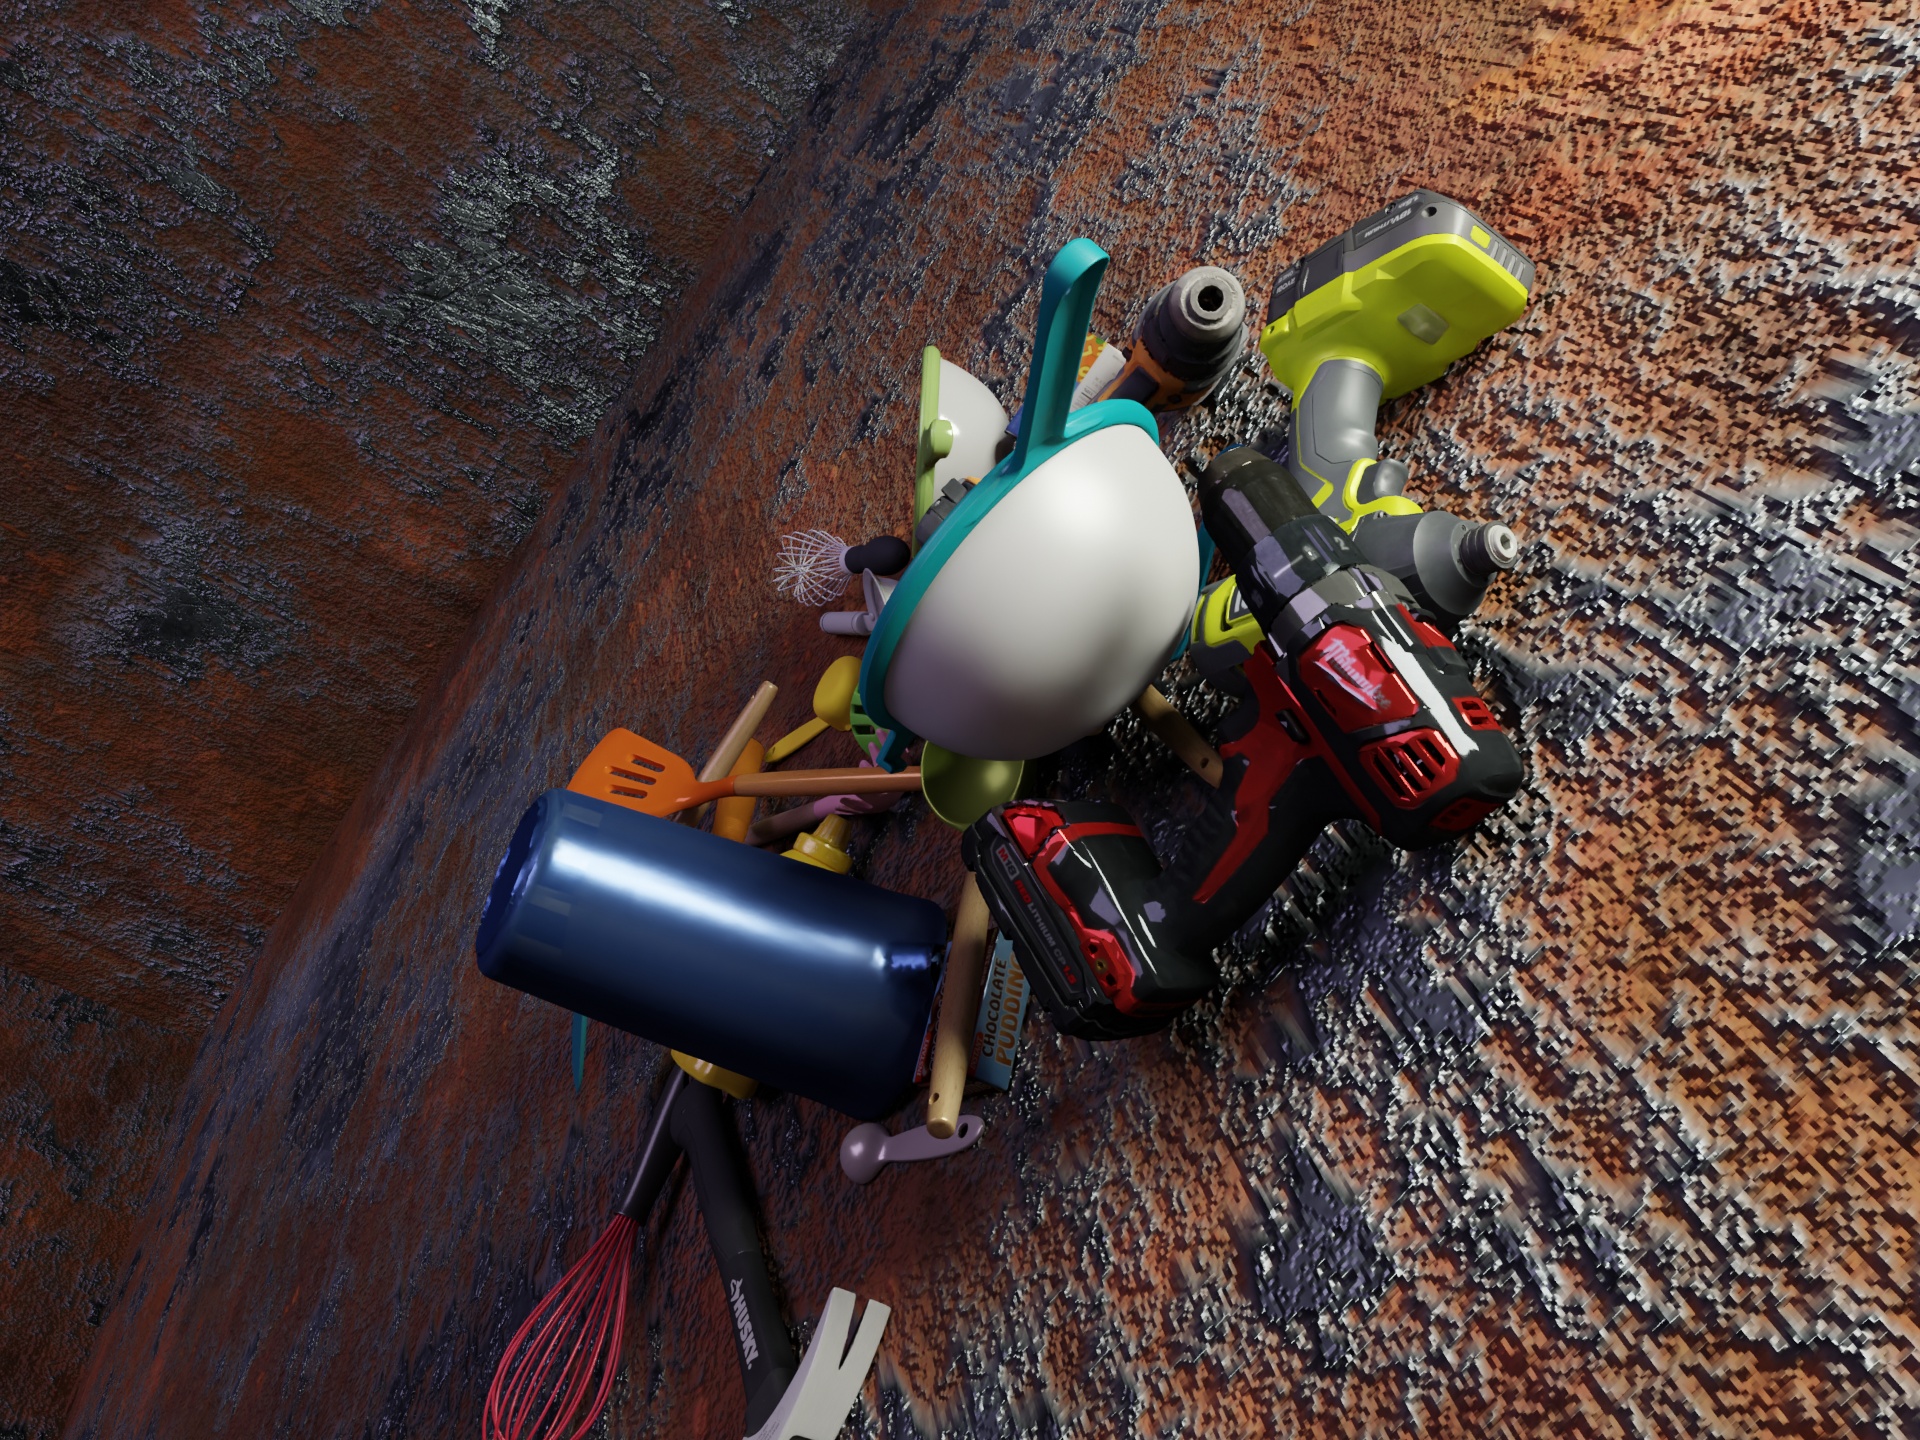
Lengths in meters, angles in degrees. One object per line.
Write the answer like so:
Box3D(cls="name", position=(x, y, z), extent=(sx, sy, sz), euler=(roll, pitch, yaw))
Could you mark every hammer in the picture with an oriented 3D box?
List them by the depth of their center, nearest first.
Box3D(cls="hammer", position=(-0.126, 0.305, 0.924), extent=(0.146, 0.035, 0.335), euler=(-57, 25, 7))
Box3D(cls="hammer", position=(-0.167, 0.083, 1.154), extent=(0.127, 0.034, 0.337), euler=(-58, 14, 18))

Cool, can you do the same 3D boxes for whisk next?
Box3D(cls="whisk", position=(-0.226, 0.345, 1.041), extent=(0.073, 0.073, 0.296), euler=(-22, 39, 53))
Box3D(cls="whisk", position=(-0.095, -0.128, 1.280), extent=(0.070, 0.070, 0.285), euler=(-63, 20, -8))

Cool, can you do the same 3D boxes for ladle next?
Box3D(cls="ladle", position=(-0.001, 0.090, 0.831), extent=(0.078, 0.062, 0.320), euler=(-37, 20, 24))
Box3D(cls="ladle", position=(0.084, -0.030, 0.911), extent=(0.069, 0.031, 0.316), euler=(-54, 27, 9))

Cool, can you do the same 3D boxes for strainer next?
Box3D(cls="strainer", position=(0.059, -0.079, 0.747), extent=(0.211, 0.095, 0.340), euler=(-40, -18, -21))
Box3D(cls="strainer", position=(0.005, -0.180, 1.071), extent=(0.256, 0.069, 0.151), euler=(-119, 32, -83))
Box3D(cls="strainer", position=(-0.071, -0.077, 1.232), extent=(0.050, 0.087, 0.258), euler=(-20, 10, -18))

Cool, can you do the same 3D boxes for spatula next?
Box3D(cls="spatula", position=(-0.135, 0.037, 1.064), extent=(0.323, 0.041, 0.081), euler=(-4, 42, 36))
Box3D(cls="spatula", position=(-0.212, 0.113, 1.144), extent=(0.317, 0.044, 0.082), euler=(-58, 18, -1))

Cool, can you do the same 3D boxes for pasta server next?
Box3D(cls="pasta server", position=(-0.121, 0.066, 1.173), extent=(0.316, 0.040, 0.060), euler=(-23, 36, 54))

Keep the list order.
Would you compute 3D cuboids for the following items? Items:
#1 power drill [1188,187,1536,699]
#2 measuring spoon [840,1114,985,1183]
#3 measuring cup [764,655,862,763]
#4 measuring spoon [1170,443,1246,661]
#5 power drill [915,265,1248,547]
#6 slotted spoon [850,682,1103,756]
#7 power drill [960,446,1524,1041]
Box3D(cls="power drill", position=(0.197, -0.129, 0.752), extent=(0.171, 0.080, 0.223), euler=(-21, 48, 55))
Box3D(cls="measuring spoon", position=(-0.030, 0.224, 0.850), extent=(0.124, 0.018, 0.034), euler=(-28, 39, 47))
Box3D(cls="measuring cup", position=(-0.121, -0.004, 1.257), extent=(0.156, 0.029, 0.062), euler=(-32, 36, 43))
Box3D(cls="measuring spoon", position=(0.142, -0.091, 0.886), extent=(0.042, 0.021, 0.128), euler=(6, 77, 62))
Box3D(cls="power drill", position=(0.077, -0.163, 0.914), extent=(0.226, 0.084, 0.185), euler=(-46, 1, 2))
Box3D(cls="slotted spoon", position=(-0.002, -0.003, 1.034), extent=(0.314, 0.031, 0.070), euler=(3, 88, 60))
Box3D(cls="power drill", position=(0.104, 0.013, 0.686), extent=(0.226, 0.080, 0.188), euler=(-44, 61, 29))
